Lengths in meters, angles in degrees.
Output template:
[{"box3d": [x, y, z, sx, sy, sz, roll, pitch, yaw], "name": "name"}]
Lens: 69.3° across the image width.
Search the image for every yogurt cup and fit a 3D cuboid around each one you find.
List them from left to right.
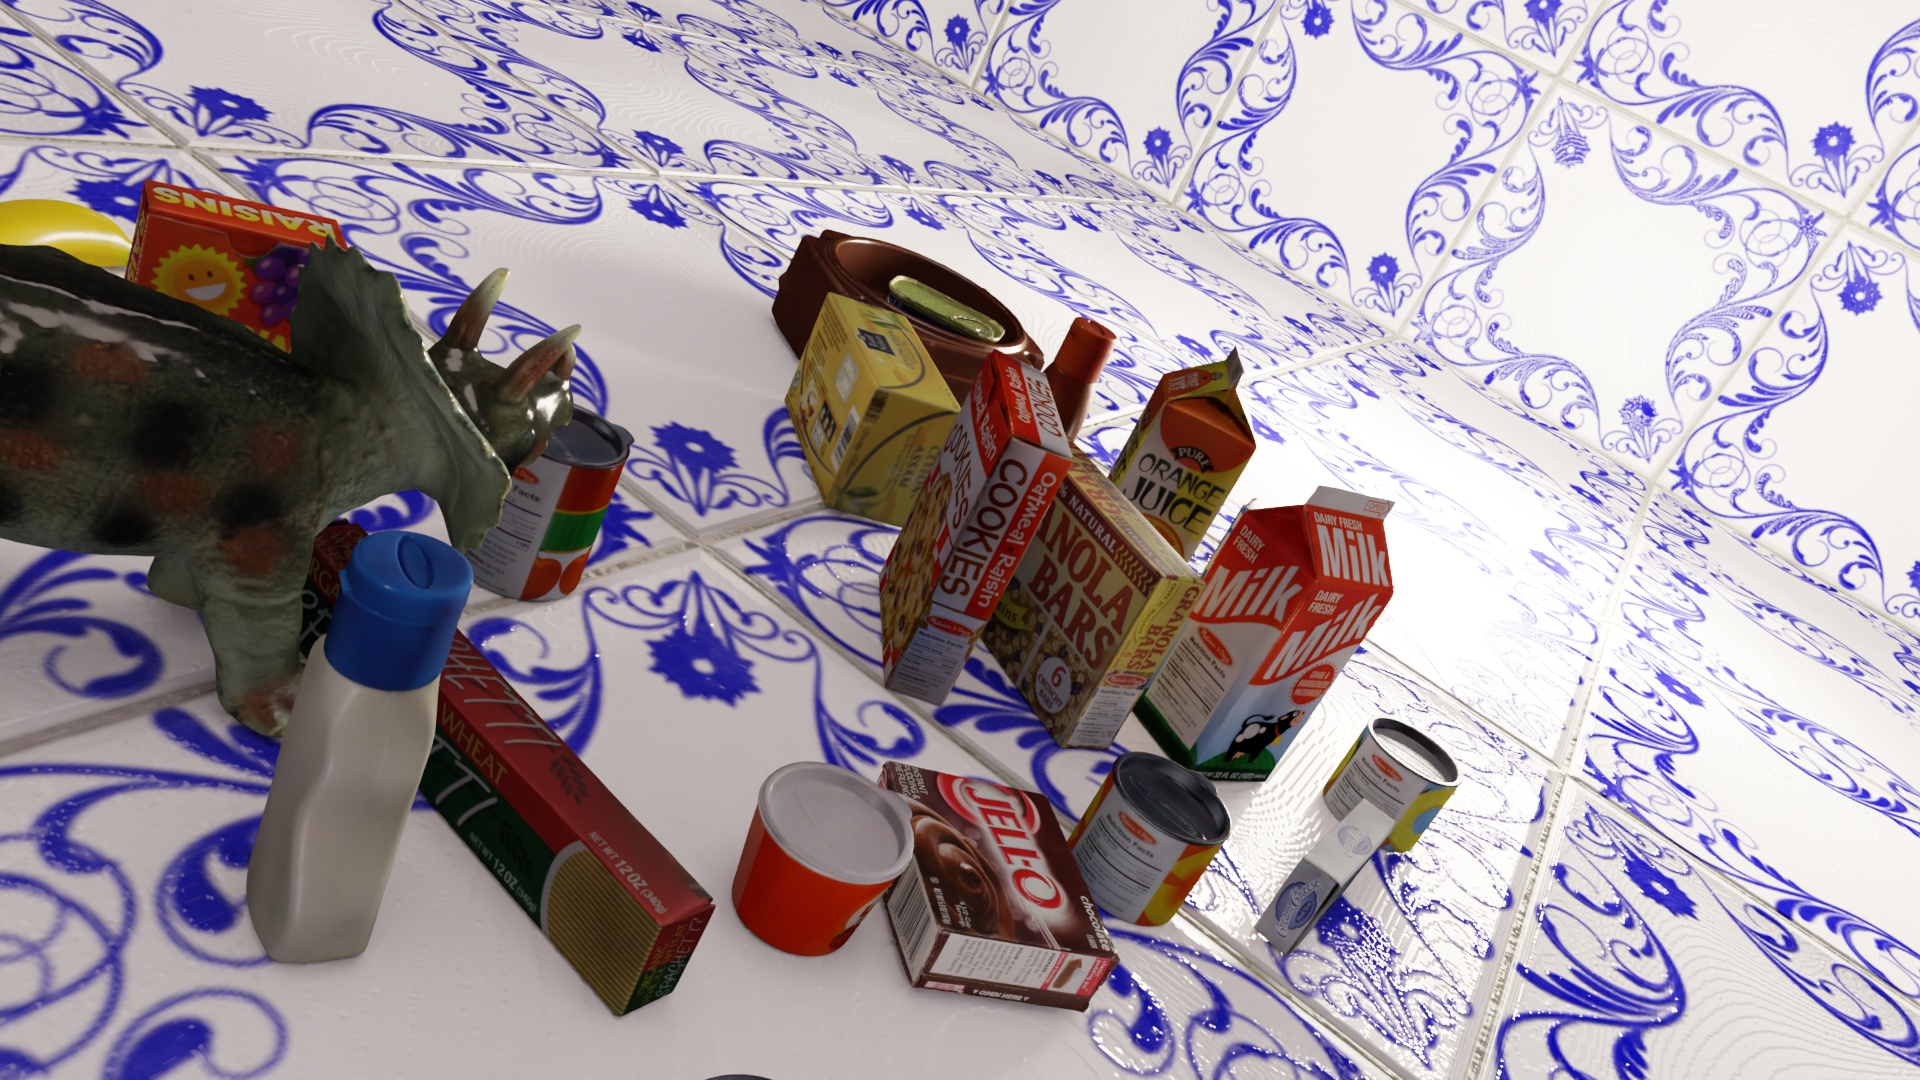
[{"box3d": [-0.060, 0.134, 0.576, 0.072, 0.053, 0.073, 22, 24, -11], "name": "yogurt cup"}]

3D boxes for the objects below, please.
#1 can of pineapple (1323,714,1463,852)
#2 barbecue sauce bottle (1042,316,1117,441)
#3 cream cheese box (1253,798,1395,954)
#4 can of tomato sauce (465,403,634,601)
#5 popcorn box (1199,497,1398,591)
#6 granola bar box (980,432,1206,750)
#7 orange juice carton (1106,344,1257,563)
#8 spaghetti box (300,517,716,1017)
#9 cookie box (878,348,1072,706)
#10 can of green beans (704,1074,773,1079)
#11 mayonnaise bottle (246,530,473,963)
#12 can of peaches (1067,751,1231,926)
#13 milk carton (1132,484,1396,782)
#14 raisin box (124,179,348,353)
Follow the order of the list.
[{"box3d": [0.272, 0.152, 0.872, 0.071, 0.057, 0.071, 22, 24, -11], "name": "can of pineapple"}, {"box3d": [0.071, -0.097, 1.057, 0.044, 0.148, 0.065, 17, 25, -21], "name": "barbecue sauce bottle"}, {"box3d": [0.197, 0.179, 0.748, 0.024, 0.053, 0.104, 37, 26, 22], "name": "cream cheese box"}, {"box3d": [-0.210, -0.021, 0.698, 0.071, 0.082, 0.071, 22, 24, -11], "name": "can of tomato sauce"}, {"box3d": [0.250, 0.037, 1.050, 0.127, 0.085, 0.038, 34, 24, 15], "name": "popcorn box"}, {"box3d": [0.061, 0.024, 0.832, 0.039, 0.123, 0.166, 9, 30, -36], "name": "granola bar box"}, {"box3d": [0.151, -0.048, 0.985, 0.073, 0.191, 0.072, 26, 24, -3], "name": "orange juice carton"}, {"box3d": [-0.193, 0.081, 0.550, 0.250, 0.050, 0.029, 38, 26, 24], "name": "spaghetti box"}, {"box3d": [0.003, -0.010, 0.789, 0.040, 0.166, 0.123, 21, 24, -15], "name": "cookie box"}, {"box3d": [-0.070, 0.206, 0.415, 0.071, 0.057, 0.071, 22, 24, -11], "name": "can of green beans"}, {"box3d": [-0.197, 0.067, 0.455, 0.041, 0.147, 0.065, 8, 30, -37], "name": "mayonnaise bottle"}, {"box3d": [0.094, 0.149, 0.698, 0.071, 0.057, 0.071, 22, 24, -11], "name": "can of peaches"}, {"box3d": [0.186, 0.050, 0.829, 0.072, 0.189, 0.074, 9, 30, -36], "name": "milk carton"}, {"box3d": [-0.352, -0.100, 0.662, 0.086, 0.123, 0.040, 7, 30, -38], "name": "raisin box"}]
